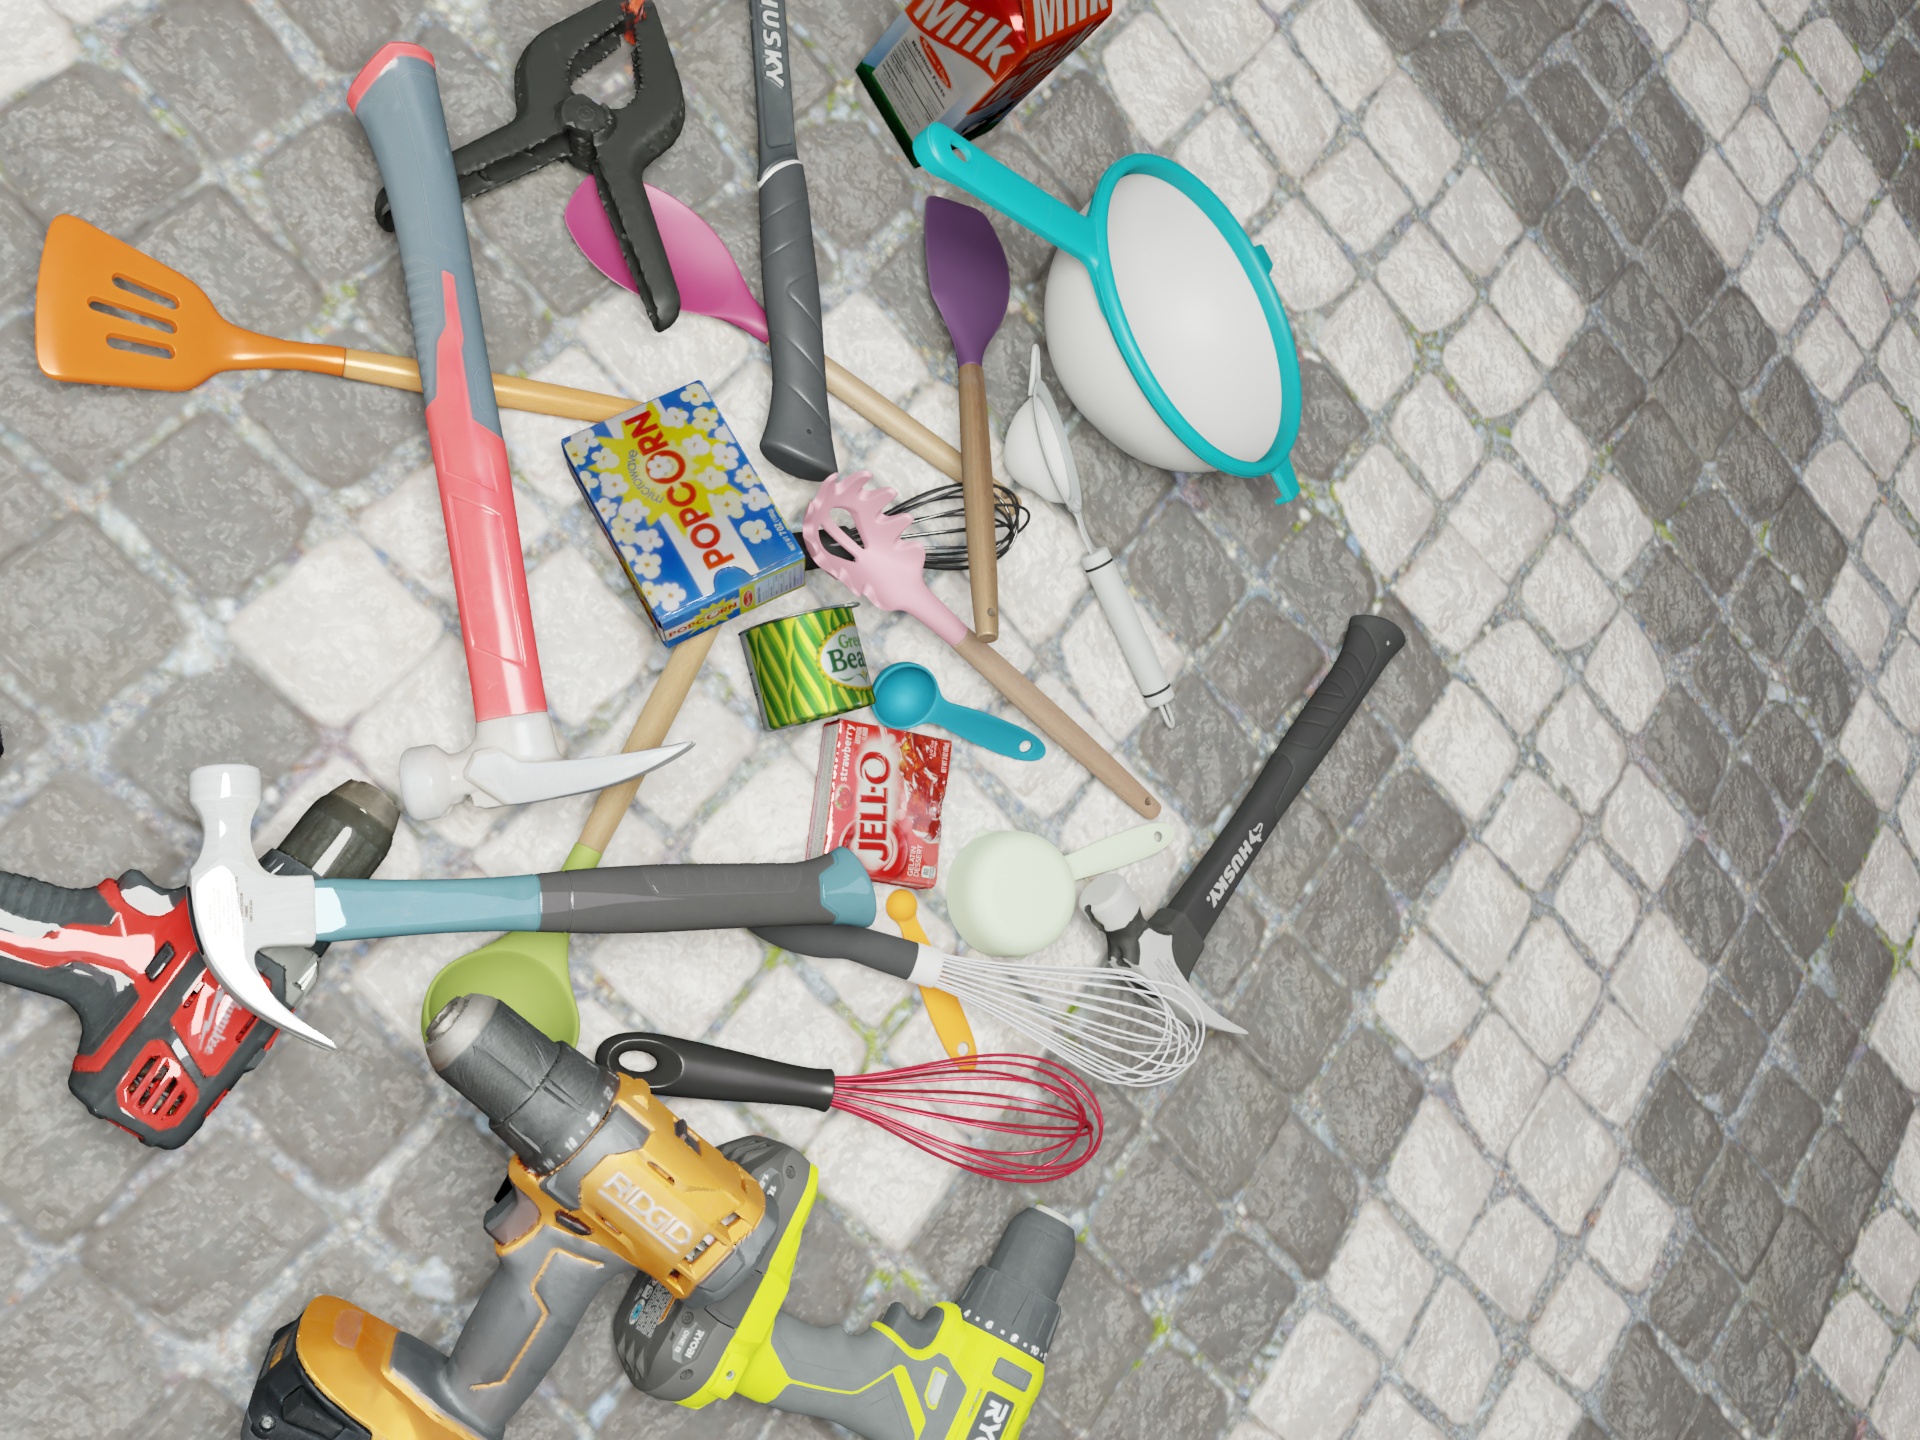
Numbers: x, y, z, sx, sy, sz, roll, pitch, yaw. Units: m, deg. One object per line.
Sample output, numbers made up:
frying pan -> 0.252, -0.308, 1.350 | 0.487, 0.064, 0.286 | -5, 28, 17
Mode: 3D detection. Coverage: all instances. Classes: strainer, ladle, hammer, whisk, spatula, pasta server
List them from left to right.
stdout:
spatula -> -0.293, -0.184, 0.826 | 0.322, 0.041, 0.081 | 5, 81, -27
hammer -> -0.235, -0.151, 0.803 | 0.143, 0.038, 0.386 | -10, 88, -7
hammer -> -0.193, 0.087, 0.774 | 0.330, 0.033, 0.128 | 1, 79, -30
ladle -> -0.179, 0.042, 0.826 | 0.078, 0.062, 0.320 | 28, 74, -12
hammer -> -0.104, -0.339, 0.938 | 0.149, 0.036, 0.409 | 0, 79, -28
whisk -> -0.067, -0.103, 0.927 | 0.239, 0.055, 0.055 | -12, 88, -24
whisk -> -0.055, 0.207, 0.881 | 0.295, 0.073, 0.073 | 13, 77, -18
spatula -> 0.009, -0.188, 0.953 | 0.059, 0.018, 0.316 | 10, 62, -25
whisk -> 0.009, 0.150, 0.909 | 0.284, 0.070, 0.070 | 19, 74, -11
pasta server -> 0.021, -0.033, 0.938 | 0.316, 0.040, 0.060 | 41, 74, -27
strainer -> 0.075, -0.254, 0.963 | 0.340, 0.095, 0.211 | 18, 62, -42
strainer -> 0.080, -0.108, 1.005 | 0.258, 0.050, 0.087 | 64, 19, -11
hammer -> 0.206, 0.052, 1.039 | 0.335, 0.035, 0.146 | -50, 118, -28

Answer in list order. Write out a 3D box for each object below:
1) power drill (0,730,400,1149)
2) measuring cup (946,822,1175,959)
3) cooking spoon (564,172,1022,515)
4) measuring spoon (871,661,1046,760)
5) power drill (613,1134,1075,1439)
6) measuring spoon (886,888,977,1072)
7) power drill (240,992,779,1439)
power drill -> -0.390, 0.061, 0.721 | 0.226, 0.080, 0.188 | 40, 67, -19
measuring cup -> 0.072, 0.091, 0.969 | 0.167, 0.038, 0.083 | -17, 90, -26
cooking spoon -> -0.091, -0.214, 0.946 | 0.318, 0.017, 0.069 | 33, 66, -18
measuring spoon -> -0.002, -0.003, 0.962 | 0.128, 0.021, 0.042 | 23, 103, -31
power drill -> -0.049, 0.318, 0.855 | 0.228, 0.080, 0.191 | 36, 68, -21
measuring spoon -> -0.014, 0.153, 0.932 | 0.021, 0.011, 0.117 | -24, 93, -28
power drill -> -0.223, 0.248, 0.727 | 0.226, 0.084, 0.185 | -44, 107, 0
